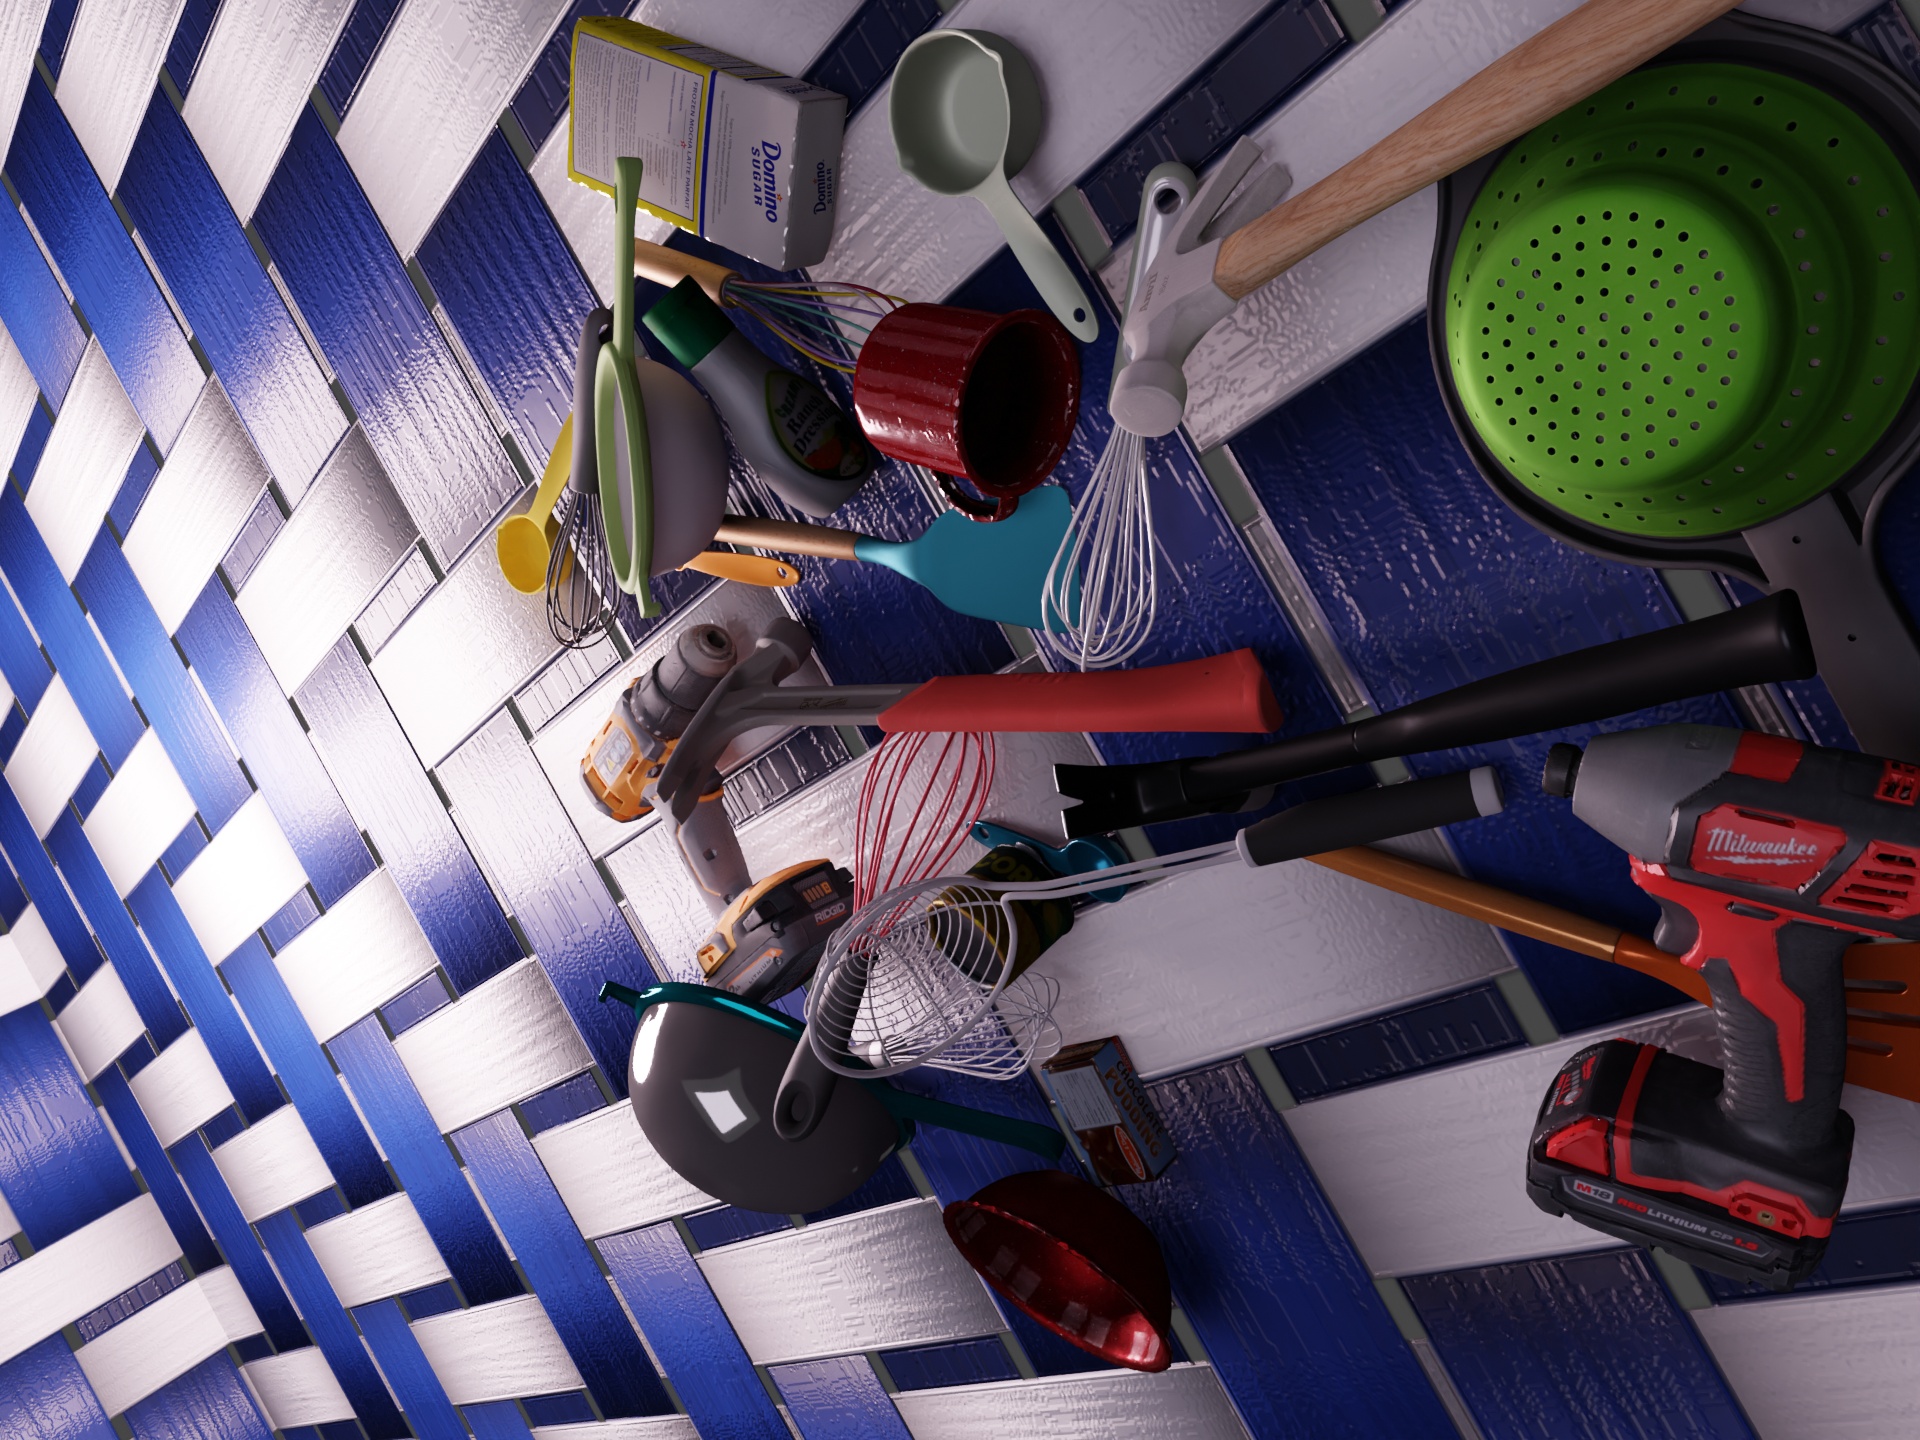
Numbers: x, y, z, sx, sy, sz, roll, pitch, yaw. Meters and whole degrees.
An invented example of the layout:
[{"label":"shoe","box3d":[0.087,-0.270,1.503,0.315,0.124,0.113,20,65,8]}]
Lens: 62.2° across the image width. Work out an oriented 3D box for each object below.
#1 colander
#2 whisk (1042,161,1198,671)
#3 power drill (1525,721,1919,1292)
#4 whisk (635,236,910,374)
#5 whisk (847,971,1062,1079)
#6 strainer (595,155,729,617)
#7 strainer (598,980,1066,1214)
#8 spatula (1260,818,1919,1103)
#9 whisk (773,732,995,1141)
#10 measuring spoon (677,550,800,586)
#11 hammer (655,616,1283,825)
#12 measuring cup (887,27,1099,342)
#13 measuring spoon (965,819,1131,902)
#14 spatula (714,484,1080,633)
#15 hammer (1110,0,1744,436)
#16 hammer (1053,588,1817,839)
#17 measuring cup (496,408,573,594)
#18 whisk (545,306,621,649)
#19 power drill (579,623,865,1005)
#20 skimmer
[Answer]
[{"label":"colander","box3d":[0.291,-0.075,0.582,0.204,0.094,0.397,-30,89,45]},{"label":"whisk","box3d":[0.081,-0.139,0.764,0.058,0.059,0.246,11,111,7]},{"label":"power drill","box3d":[0.291,0.103,0.623,0.143,0.078,0.219,15,123,28]},{"label":"whisk","box3d":[-0.112,-0.242,0.906,0.245,0.051,0.047,28,103,35]},{"label":"whisk","box3d":[-0.028,0.210,1.032,0.284,0.070,0.070,-27,90,50]},{"label":"strainer","box3d":[-0.173,-0.200,0.941,0.152,0.069,0.256,-124,35,-53]},{"label":"strainer","box3d":[-0.091,0.273,1.027,0.340,0.095,0.210,3,141,36]},{"label":"spatula","box3d":[0.280,0.092,0.723,0.323,0.041,0.081,18,122,40]},{"label":"whisk","box3d":[-0.052,0.120,0.940,0.073,0.073,0.296,28,102,29]},{"label":"measuring spoon","box3d":[-0.145,-0.101,1.019,0.117,0.011,0.021,12,127,34]},{"label":"hammer","box3d":[-0.001,-0.003,0.862,0.359,0.149,0.036,0,136,35]},{"label":"measuring cup","box3d":[0.029,-0.257,0.771,0.083,0.038,0.167,-34,88,45]},{"label":"measuring spoon","box3d":[0.052,0.072,0.922,0.129,0.021,0.042,15,132,47]},{"label":"spatula","box3d":[-0.066,-0.106,0.937,0.318,0.044,0.082,14,120,42]},{"label":"hammer","box3d":[0.187,-0.221,0.585,0.031,0.130,0.331,34,145,-28]},{"label":"hammer","box3d":[0.181,0.004,0.653,0.335,0.146,0.035,-19,79,52]},{"label":"measuring cup","box3d":[-0.277,-0.156,1.104,0.062,0.029,0.156,43,120,19]},{"label":"whisk","box3d":[-0.245,-0.156,1.058,0.055,0.055,0.238,28,121,29]},{"label":"power drill","box3d":[-0.156,0.061,1.057,0.226,0.084,0.185,54,133,14]},{"label":"skimmer","box3d":[0.088,0.102,0.788,0.363,0.090,0.127,-16,143,26]}]
